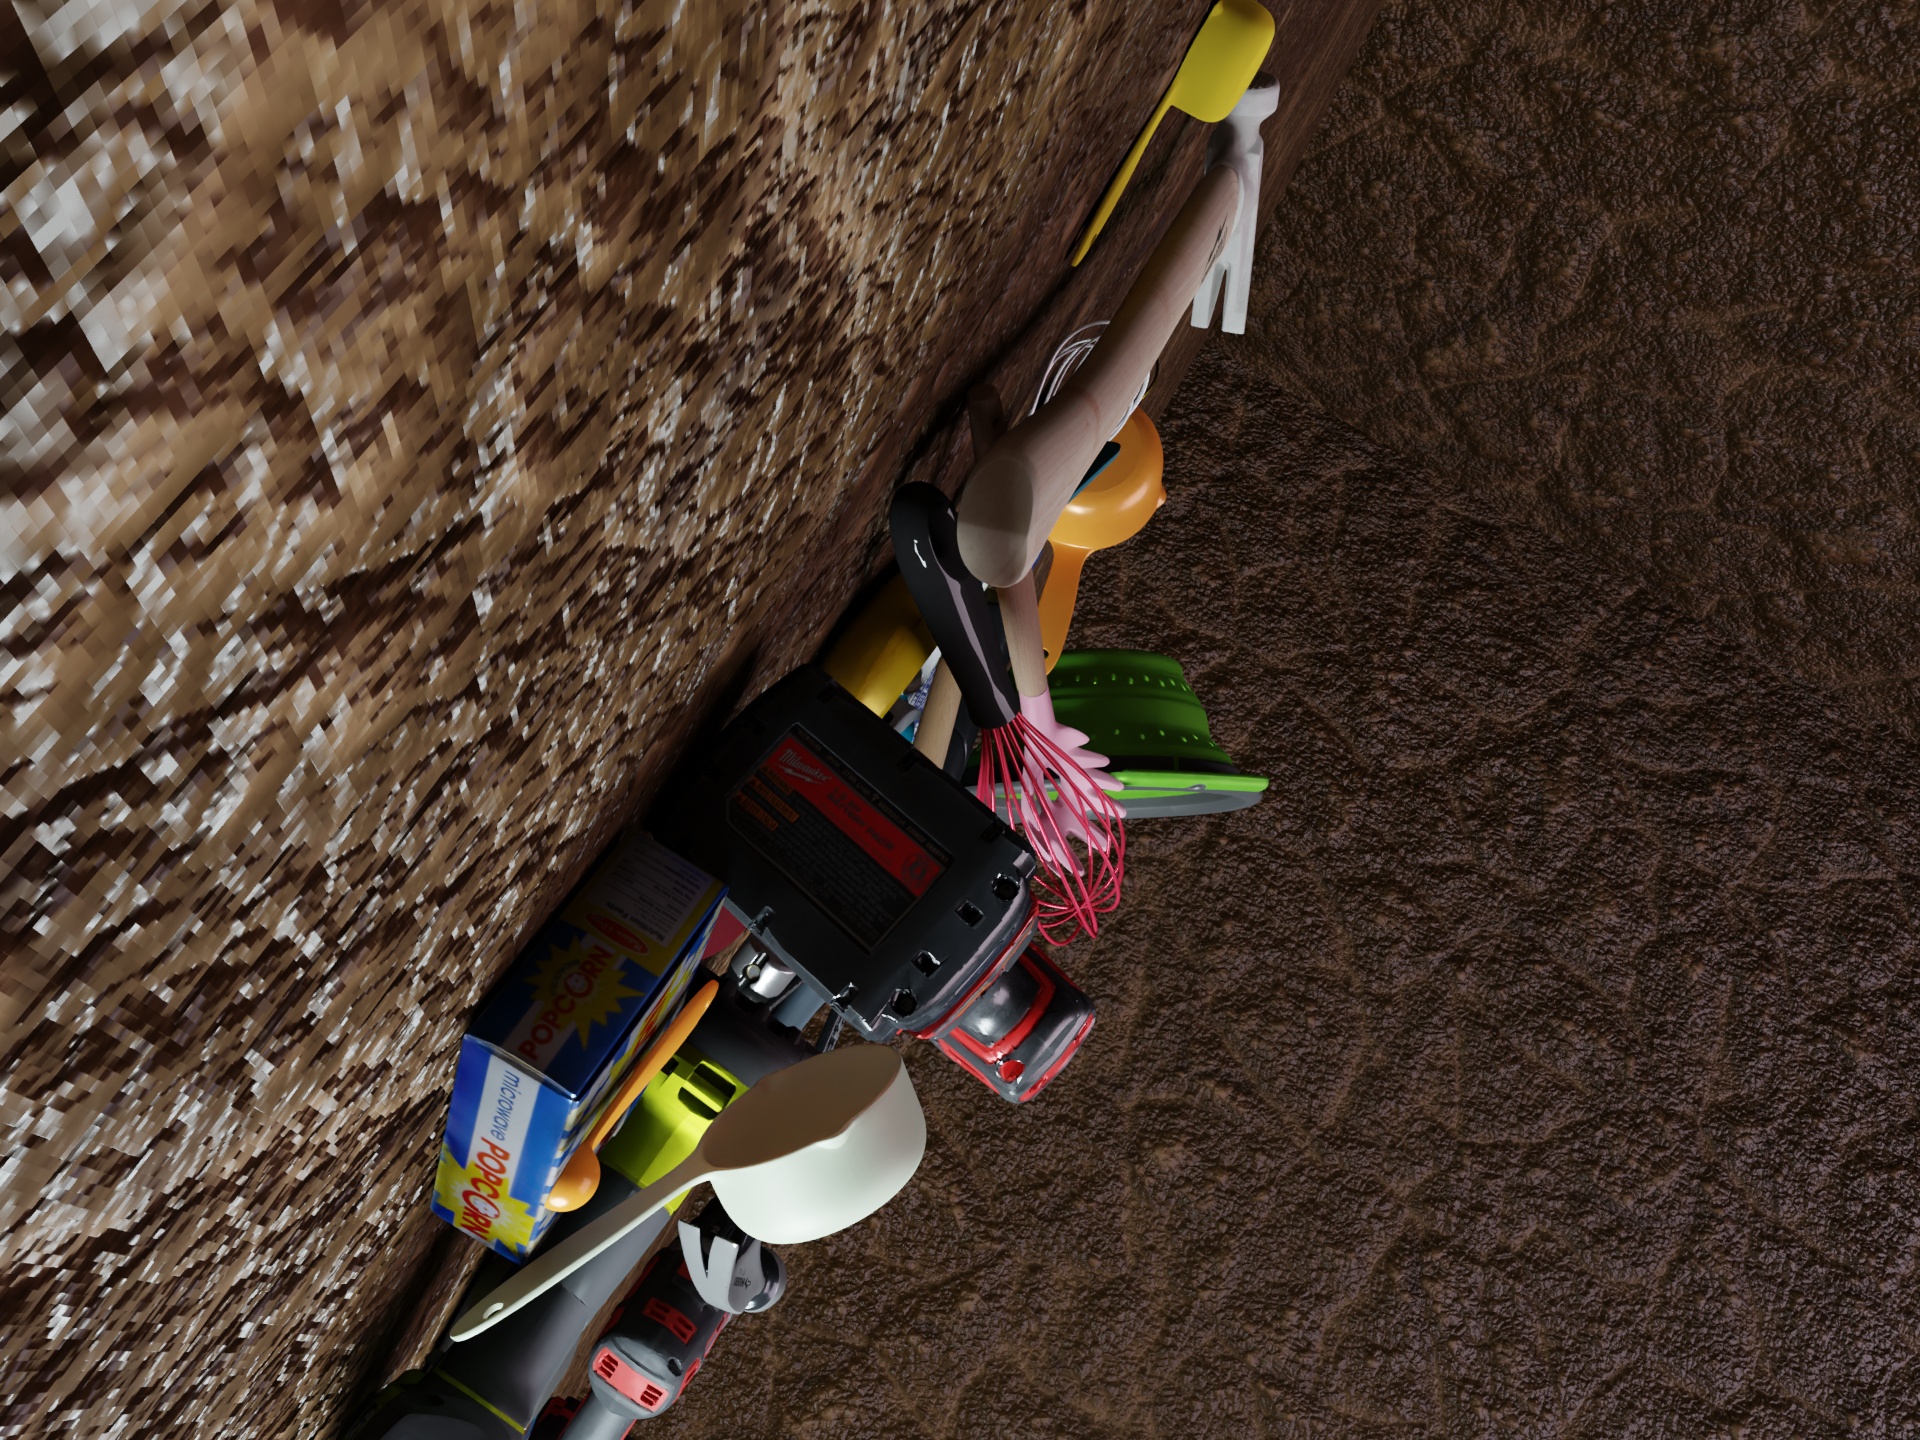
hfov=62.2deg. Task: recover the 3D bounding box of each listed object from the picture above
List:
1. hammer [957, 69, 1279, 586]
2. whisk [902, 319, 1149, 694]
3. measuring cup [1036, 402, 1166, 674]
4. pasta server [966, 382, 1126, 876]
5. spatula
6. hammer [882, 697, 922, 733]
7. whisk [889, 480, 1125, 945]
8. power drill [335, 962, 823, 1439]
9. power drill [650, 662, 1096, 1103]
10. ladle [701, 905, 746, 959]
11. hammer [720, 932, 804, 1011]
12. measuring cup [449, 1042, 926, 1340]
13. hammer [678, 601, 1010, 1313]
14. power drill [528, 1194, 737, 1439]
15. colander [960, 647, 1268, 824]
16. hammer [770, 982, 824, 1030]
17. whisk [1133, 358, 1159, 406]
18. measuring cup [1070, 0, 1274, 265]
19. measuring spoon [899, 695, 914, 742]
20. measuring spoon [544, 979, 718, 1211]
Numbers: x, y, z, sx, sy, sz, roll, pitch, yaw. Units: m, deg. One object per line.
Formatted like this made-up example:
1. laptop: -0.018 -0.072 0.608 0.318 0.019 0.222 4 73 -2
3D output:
1. hammer: 0.084 -0.176 0.755 0.411 0.038 0.146 -59 156 -47
2. whisk: 0.027 -0.116 0.890 0.246 0.057 0.059 -56 -151 15
3. measuring cup: 0.065 -0.112 0.921 0.052 0.095 0.174 83 21 -71
4. pasta server: 0.037 -0.031 0.762 0.060 0.040 0.315 -42 145 -22
5. spatula: -0.001 -0.003 0.812 0.082 0.044 0.317 12 -96 47
6. hammer: -0.092 0.089 0.983 0.128 0.033 0.330 -57 177 -36
7. whisk: 0.020 0.007 0.713 0.073 0.073 0.295 -59 145 -30
8. power drill: -0.153 0.208 0.607 0.223 0.080 0.171 -55 -174 -28
9. power drill: -0.025 0.069 0.596 0.078 0.143 0.219 -48 159 -8
10. ladle: -0.058 0.002 0.746 0.316 0.031 0.069 -60 174 -48
11. hammer: -0.088 0.144 0.982 0.146 0.035 0.335 -53 172 20
12. measuring cup: -0.085 0.167 0.529 0.167 0.038 0.083 -30 -168 -20
13. hammer: -0.051 0.116 0.864 0.149 0.036 0.409 78 32 -68
14. power drill: -0.206 0.412 1.005 0.226 0.080 0.188 -58 177 19
15. colander: 0.050 0.019 1.074 0.397 0.204 0.094 162 -71 -63
16. hammer: -0.189 0.298 1.016 0.386 0.038 0.143 -53 176 -28
17. whisk: 0.057 -0.159 1.029 0.245 0.047 0.051 -56 178 -19
18. measuring cup: 0.098 -0.264 0.727 0.156 0.029 0.062 -60 178 -12
19. measuring spoon: -0.025 -0.028 0.975 0.042 0.021 0.128 2 119 -53
20. measuring spoon: -0.094 0.111 0.482 0.021 0.011 0.117 -61 178 24
